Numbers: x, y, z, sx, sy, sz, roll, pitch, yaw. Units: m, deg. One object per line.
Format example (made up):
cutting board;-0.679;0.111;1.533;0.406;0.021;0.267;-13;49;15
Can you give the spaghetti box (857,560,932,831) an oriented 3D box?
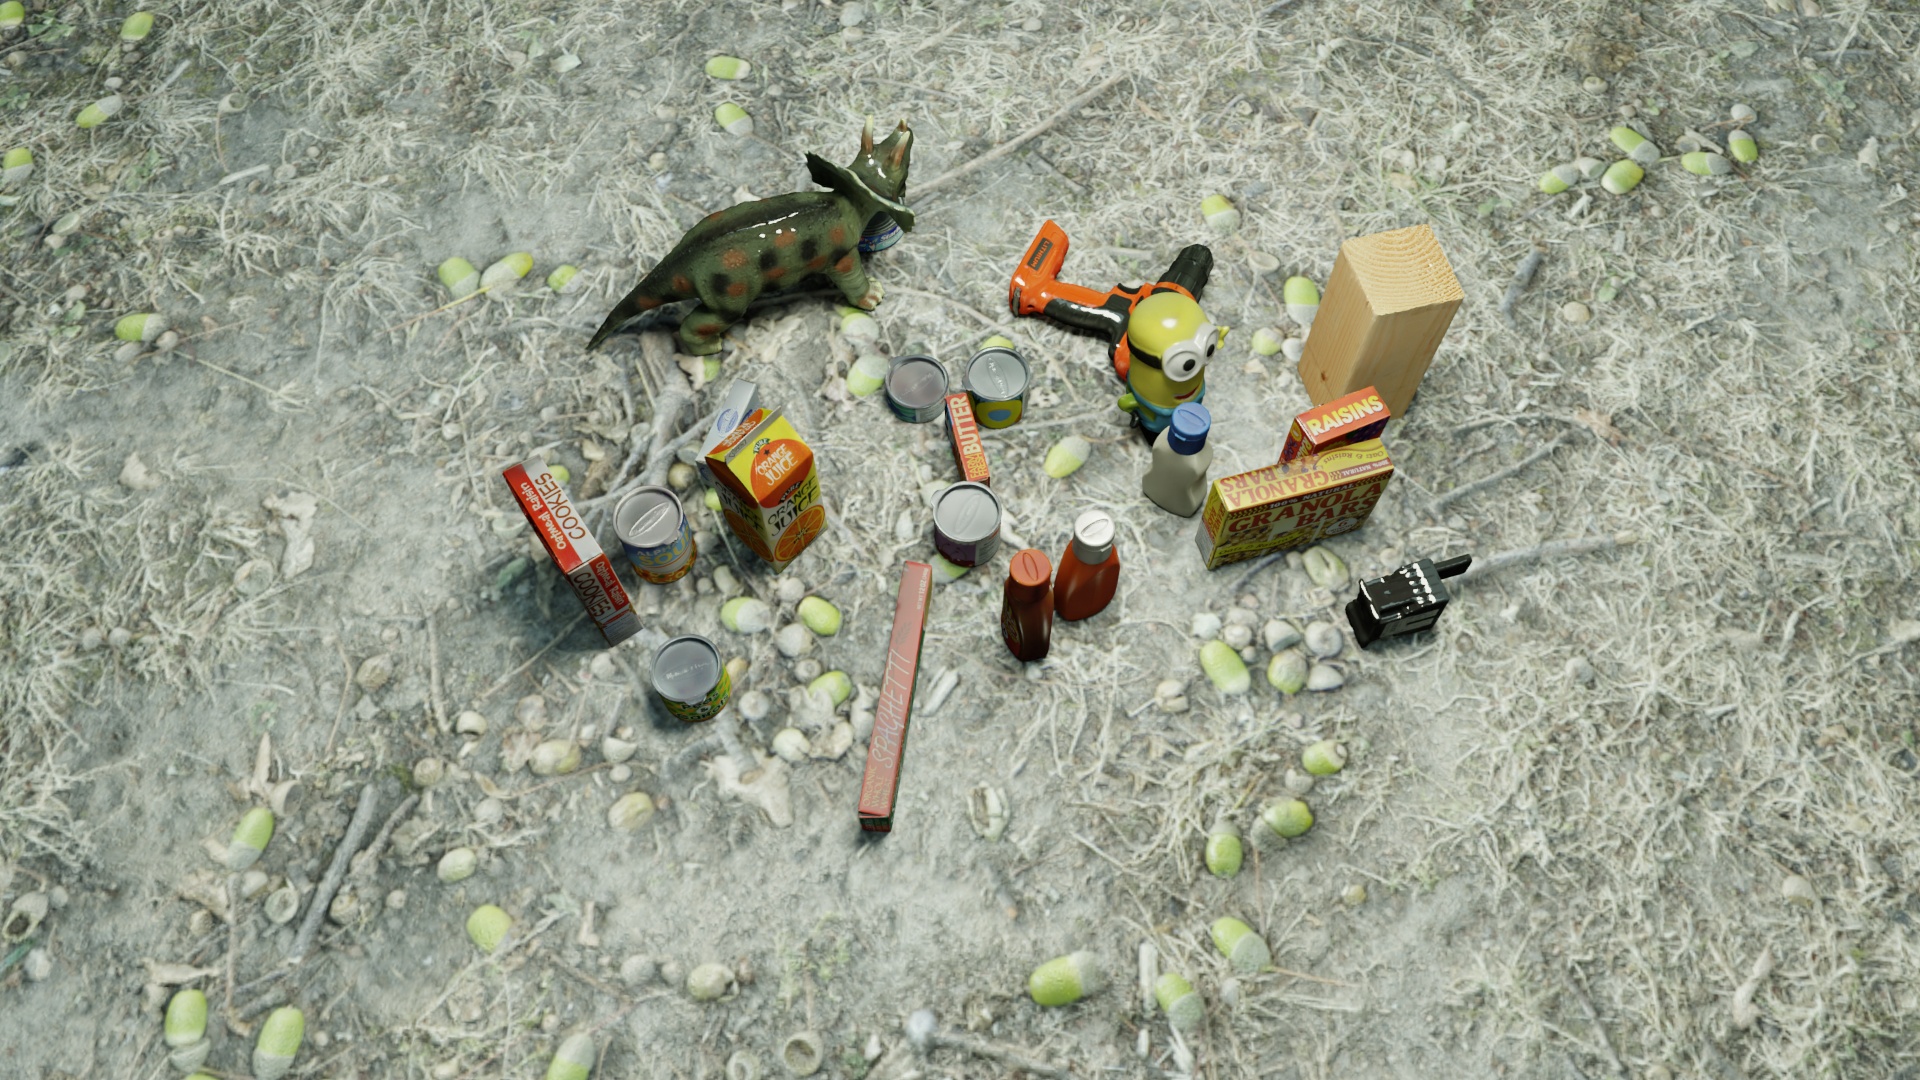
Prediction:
spaghetti box;-0.058;0.141;1.275;0.029;0.050;0.251;7;63;4

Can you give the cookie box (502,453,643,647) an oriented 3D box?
cookie box;-0.355;0.012;1.276;0.040;0.166;0.123;-33;67;-15

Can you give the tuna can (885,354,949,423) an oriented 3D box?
tuna can;-0.046;-0.158;1.438;0.071;0.032;0.071;0;63;0

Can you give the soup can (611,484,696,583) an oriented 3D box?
soup can;-0.290;-0.003;1.330;0.071;0.083;0.071;0;63;0

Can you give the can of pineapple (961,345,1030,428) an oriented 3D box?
can of pineapple;0.036;-0.156;1.423;0.071;0.057;0.071;0;63;0

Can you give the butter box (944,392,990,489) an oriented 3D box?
butter box;0.007;-0.091;1.392;0.024;0.053;0.104;-12;64;-6

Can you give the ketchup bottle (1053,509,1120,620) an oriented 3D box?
ketchup bottle;0.119;0.022;1.280;0.065;0.148;0.043;-30;67;-14

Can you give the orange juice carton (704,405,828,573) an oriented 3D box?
orange juice carton;-0.181;-0.053;1.295;0.073;0.191;0.072;39;70;18

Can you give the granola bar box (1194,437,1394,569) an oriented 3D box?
granola bar box;0.315;-0.033;1.321;0.166;0.123;0.039;-15;64;-7

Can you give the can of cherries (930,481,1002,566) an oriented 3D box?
can of cherries;0.005;-0.017;1.351;0.071;0.058;0.072;0;63;0

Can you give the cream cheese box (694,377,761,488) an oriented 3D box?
cream cheese box;-0.232;-0.107;1.401;0.024;0.053;0.104;17;64;9

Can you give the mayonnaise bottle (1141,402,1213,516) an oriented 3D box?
mayonnaise bottle;0.212;-0.079;1.332;0.065;0.147;0.041;32;68;15

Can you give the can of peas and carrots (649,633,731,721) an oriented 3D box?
can of peas and carrots;-0.246;0.129;1.277;0.071;0.058;0.071;0;63;0

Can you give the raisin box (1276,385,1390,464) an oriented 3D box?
raisin box;0.359;-0.090;1.351;0.086;0.123;0.040;-21;65;-10

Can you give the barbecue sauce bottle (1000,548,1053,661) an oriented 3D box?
barbecue sauce bottle;0.061;0.055;1.263;0.044;0.148;0.065;-16;64;-7
